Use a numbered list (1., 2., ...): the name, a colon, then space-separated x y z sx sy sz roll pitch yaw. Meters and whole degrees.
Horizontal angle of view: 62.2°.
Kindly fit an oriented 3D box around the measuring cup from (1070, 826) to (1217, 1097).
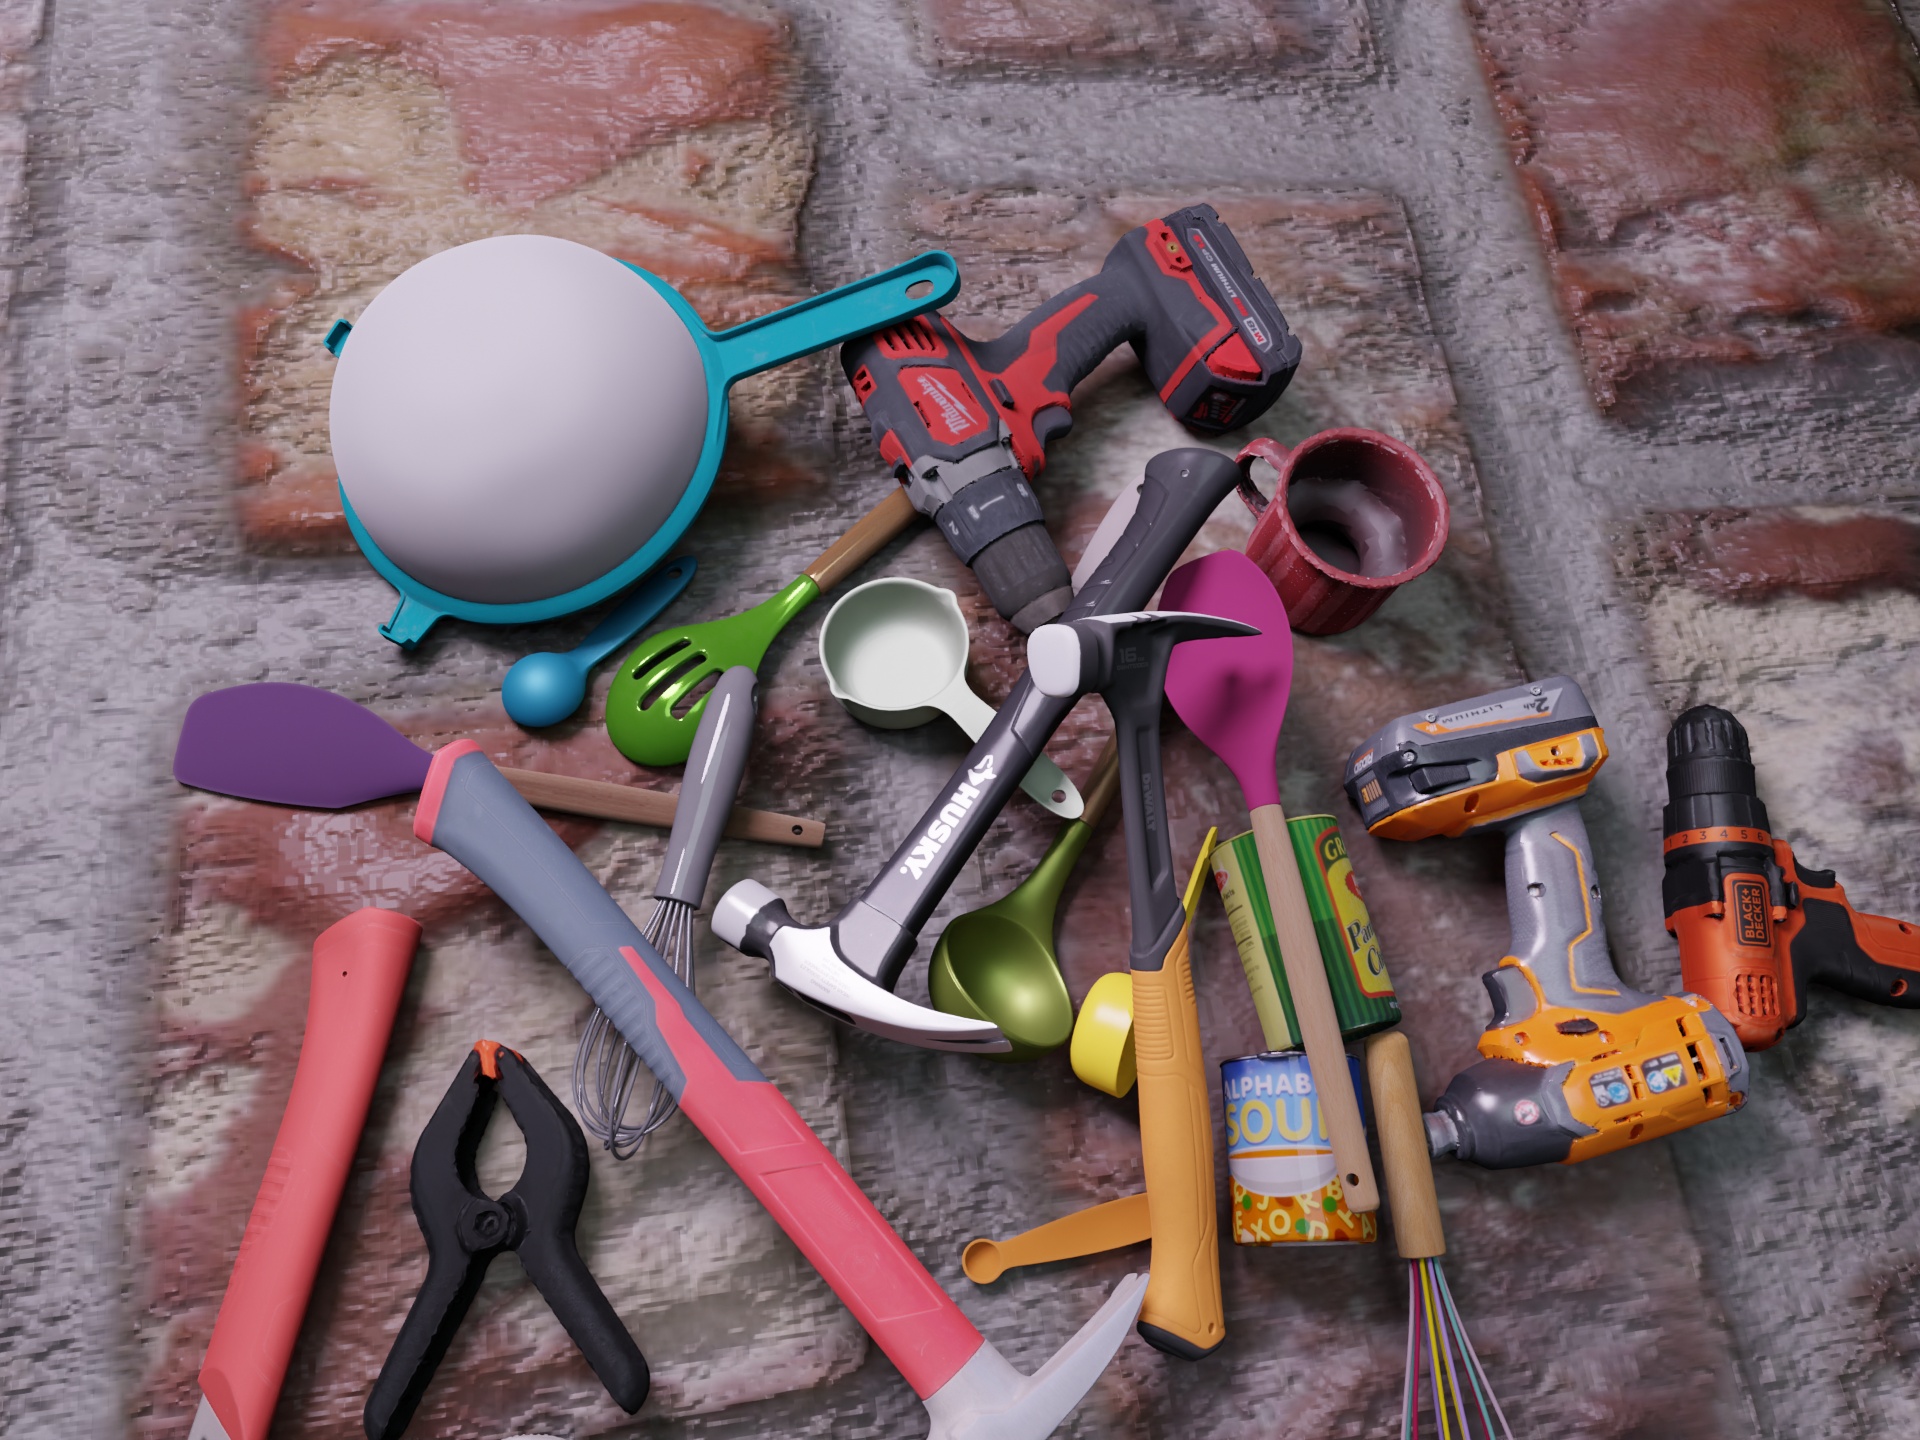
1. measuring cup: 0.092 0.112 0.785 0.029 0.062 0.157 14 54 20

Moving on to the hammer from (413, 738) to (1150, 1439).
1. hammer: -0.090 0.151 0.687 0.143 0.038 0.386 -39 82 -22

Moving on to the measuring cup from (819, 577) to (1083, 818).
1. measuring cup: -0.001 -0.003 0.804 0.083 0.038 0.168 -42 73 -16

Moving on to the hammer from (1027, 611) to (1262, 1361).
1. hammer: 0.096 0.119 0.719 0.127 0.034 0.337 -8 95 -42

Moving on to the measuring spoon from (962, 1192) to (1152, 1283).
1. measuring spoon: 0.056 0.241 0.747 0.117 0.011 0.021 -10 71 -15

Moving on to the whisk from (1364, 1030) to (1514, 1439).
1. whisk: 0.215 0.267 0.728 0.047 0.051 0.245 3 74 -37

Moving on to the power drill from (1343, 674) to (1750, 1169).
1. power drill: 0.273 0.105 0.791 0.164 0.084 0.227 -14 75 -11

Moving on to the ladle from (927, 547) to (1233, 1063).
1. ladle: 0.078 0.029 0.805 0.078 0.062 0.320 36 65 -11

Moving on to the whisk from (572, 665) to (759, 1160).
1. whisk: -0.131 0.085 0.748 0.055 0.055 0.239 14 72 -3

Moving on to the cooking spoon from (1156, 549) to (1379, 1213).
1. cooking spoon: 0.148 0.066 0.744 0.069 0.017 0.319 -19 68 22

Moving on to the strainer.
1. strainer: -0.168 -0.180 0.778 0.340 0.095 0.211 -19 72 5

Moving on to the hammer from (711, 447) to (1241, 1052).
1. hammer: 0.037 0.001 0.751 0.146 0.035 0.335 28 72 25

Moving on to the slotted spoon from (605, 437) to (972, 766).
1. slotted spoon: -0.062 -0.089 0.845 0.070 0.031 0.314 40 67 18

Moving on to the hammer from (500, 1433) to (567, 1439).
1. hammer: 0.008 0.370 0.651 0.410 0.038 0.146 3 47 -8

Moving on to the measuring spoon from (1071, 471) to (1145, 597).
1. measuring spoon: 0.079 -0.094 0.870 0.034 0.018 0.124 32 68 5

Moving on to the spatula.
1. spatula: -0.223 0.030 0.781 0.316 0.018 0.060 10 76 -3

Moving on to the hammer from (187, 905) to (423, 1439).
1. hammer: -0.285 0.255 0.667 0.149 0.036 0.359 6 66 10

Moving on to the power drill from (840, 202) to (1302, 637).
1. power drill: 0.070 -0.163 0.854 0.226 0.080 0.188 -27 81 -19

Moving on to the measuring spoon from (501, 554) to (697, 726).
1. measuring spoon: -0.183 -0.048 0.811 0.042 0.021 0.128 33 65 24
